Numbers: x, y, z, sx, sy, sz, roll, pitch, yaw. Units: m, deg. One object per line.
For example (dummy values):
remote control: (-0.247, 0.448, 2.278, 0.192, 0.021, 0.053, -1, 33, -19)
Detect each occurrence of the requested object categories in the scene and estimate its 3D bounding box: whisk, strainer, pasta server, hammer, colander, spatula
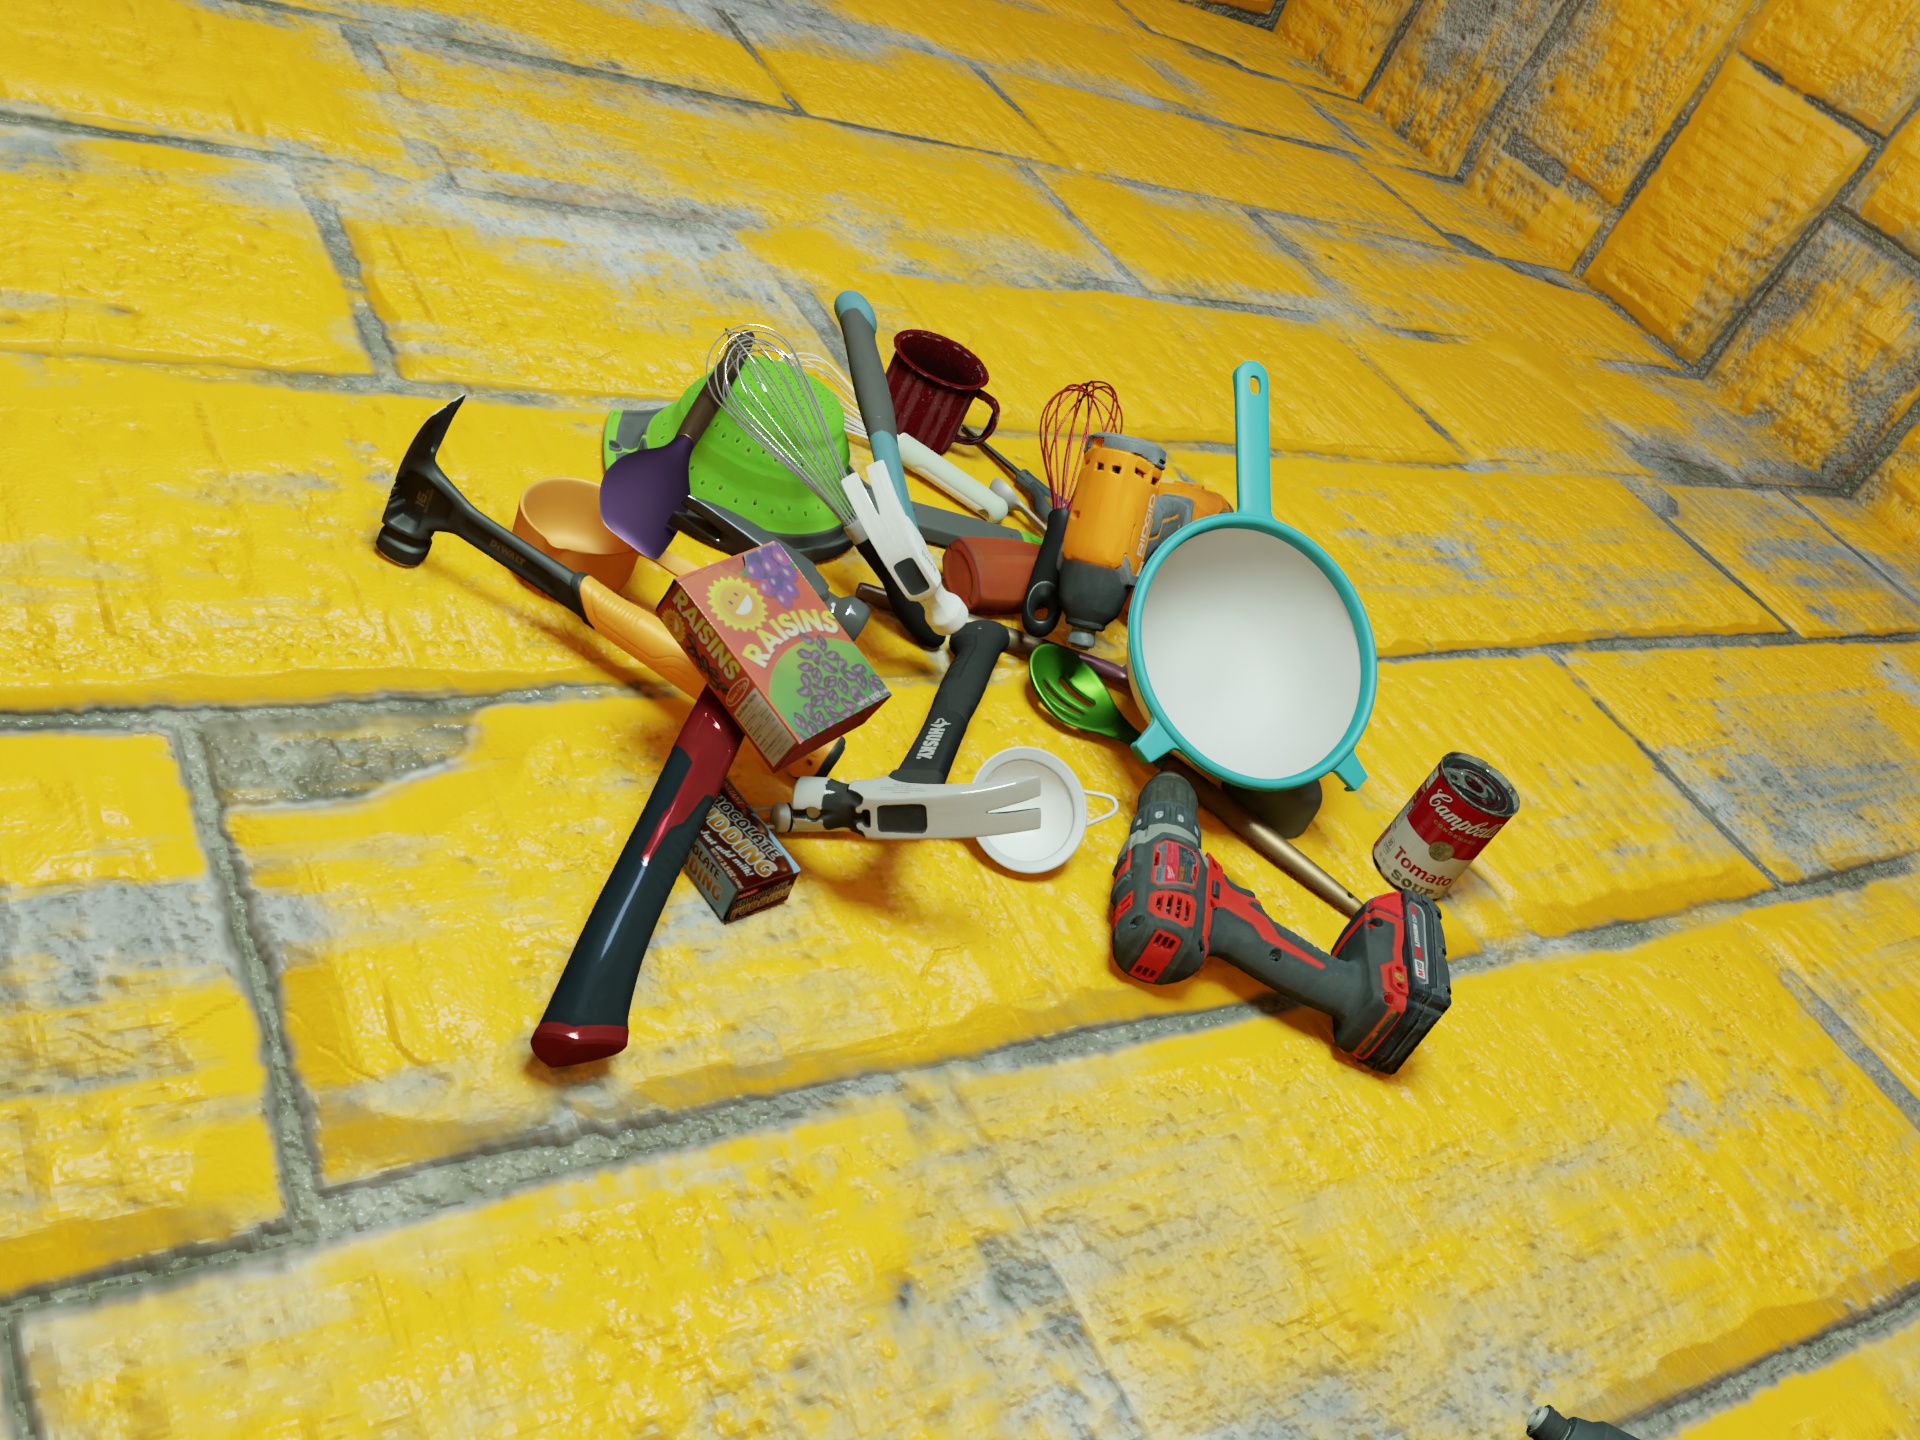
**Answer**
whisk: (-0.092, -0.170, 1.183, 0.284, 0.070, 0.070, 56, 31, -18)
strainer: (-0.019, 0.061, 1.051, 0.258, 0.050, 0.087, 1, 77, -25)
pasta server: (0.069, -0.063, 1.266, 0.316, 0.040, 0.060, 17, 17, -13)
whisk: (-0.063, -0.248, 1.405, 0.246, 0.057, 0.059, 34, 70, 3)
hammer: (-0.060, -0.218, 1.213, 0.128, 0.033, 0.331, 52, 19, -47)
hammer: (-0.168, 0.024, 0.921, 0.143, 0.038, 0.387, 34, 45, -15)
strainer: (0.206, -0.106, 1.225, 0.211, 0.095, 0.340, 8, 74, -20)
hammer: (-0.217, -0.070, 1.029, 0.337, 0.127, 0.034, 34, 36, -3)
whisk: (0.086, -0.181, 1.316, 0.073, 0.073, 0.296, 21, 52, -10)
colander: (-0.083, -0.207, 1.291, 0.397, 0.094, 0.205, 12, 39, -21)
spatula: (-0.192, -0.210, 1.130, 0.059, 0.018, 0.316, 38, 34, -17)
hammer: (-0.002, -0.003, 1.085, 0.146, 0.035, 0.335, 2, 22, 9)

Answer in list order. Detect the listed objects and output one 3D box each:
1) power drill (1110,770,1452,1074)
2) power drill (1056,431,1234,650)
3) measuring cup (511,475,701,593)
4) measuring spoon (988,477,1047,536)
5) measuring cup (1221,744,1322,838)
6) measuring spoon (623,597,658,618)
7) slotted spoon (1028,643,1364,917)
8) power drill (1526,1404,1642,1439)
power drill: (0.212, 0.129, 1.095, 0.226, 0.080, 0.188, 22, 36, -4)
power drill: (0.143, -0.130, 1.280, 0.084, 0.164, 0.226, 15, 4, 25)
measuring cup: (-0.230, -0.103, 1.103, 0.173, 0.052, 0.095, 28, 35, -3)
measuring spoon: (0.065, -0.167, 1.409, 0.018, 0.034, 0.124, -40, 73, -9)
measuring cup: (0.235, 0.020, 1.271, 0.083, 0.038, 0.168, 8, 42, -26)
measuring spoon: (-0.194, -0.050, 1.094, 0.117, 0.011, 0.021, 42, 38, 19)
slotted spoon: (0.175, 0.049, 1.208, 0.314, 0.031, 0.070, 38, 42, 10)
power drill: (0.330, 0.454, 0.772, 0.171, 0.080, 0.223, 40, 33, 15)
